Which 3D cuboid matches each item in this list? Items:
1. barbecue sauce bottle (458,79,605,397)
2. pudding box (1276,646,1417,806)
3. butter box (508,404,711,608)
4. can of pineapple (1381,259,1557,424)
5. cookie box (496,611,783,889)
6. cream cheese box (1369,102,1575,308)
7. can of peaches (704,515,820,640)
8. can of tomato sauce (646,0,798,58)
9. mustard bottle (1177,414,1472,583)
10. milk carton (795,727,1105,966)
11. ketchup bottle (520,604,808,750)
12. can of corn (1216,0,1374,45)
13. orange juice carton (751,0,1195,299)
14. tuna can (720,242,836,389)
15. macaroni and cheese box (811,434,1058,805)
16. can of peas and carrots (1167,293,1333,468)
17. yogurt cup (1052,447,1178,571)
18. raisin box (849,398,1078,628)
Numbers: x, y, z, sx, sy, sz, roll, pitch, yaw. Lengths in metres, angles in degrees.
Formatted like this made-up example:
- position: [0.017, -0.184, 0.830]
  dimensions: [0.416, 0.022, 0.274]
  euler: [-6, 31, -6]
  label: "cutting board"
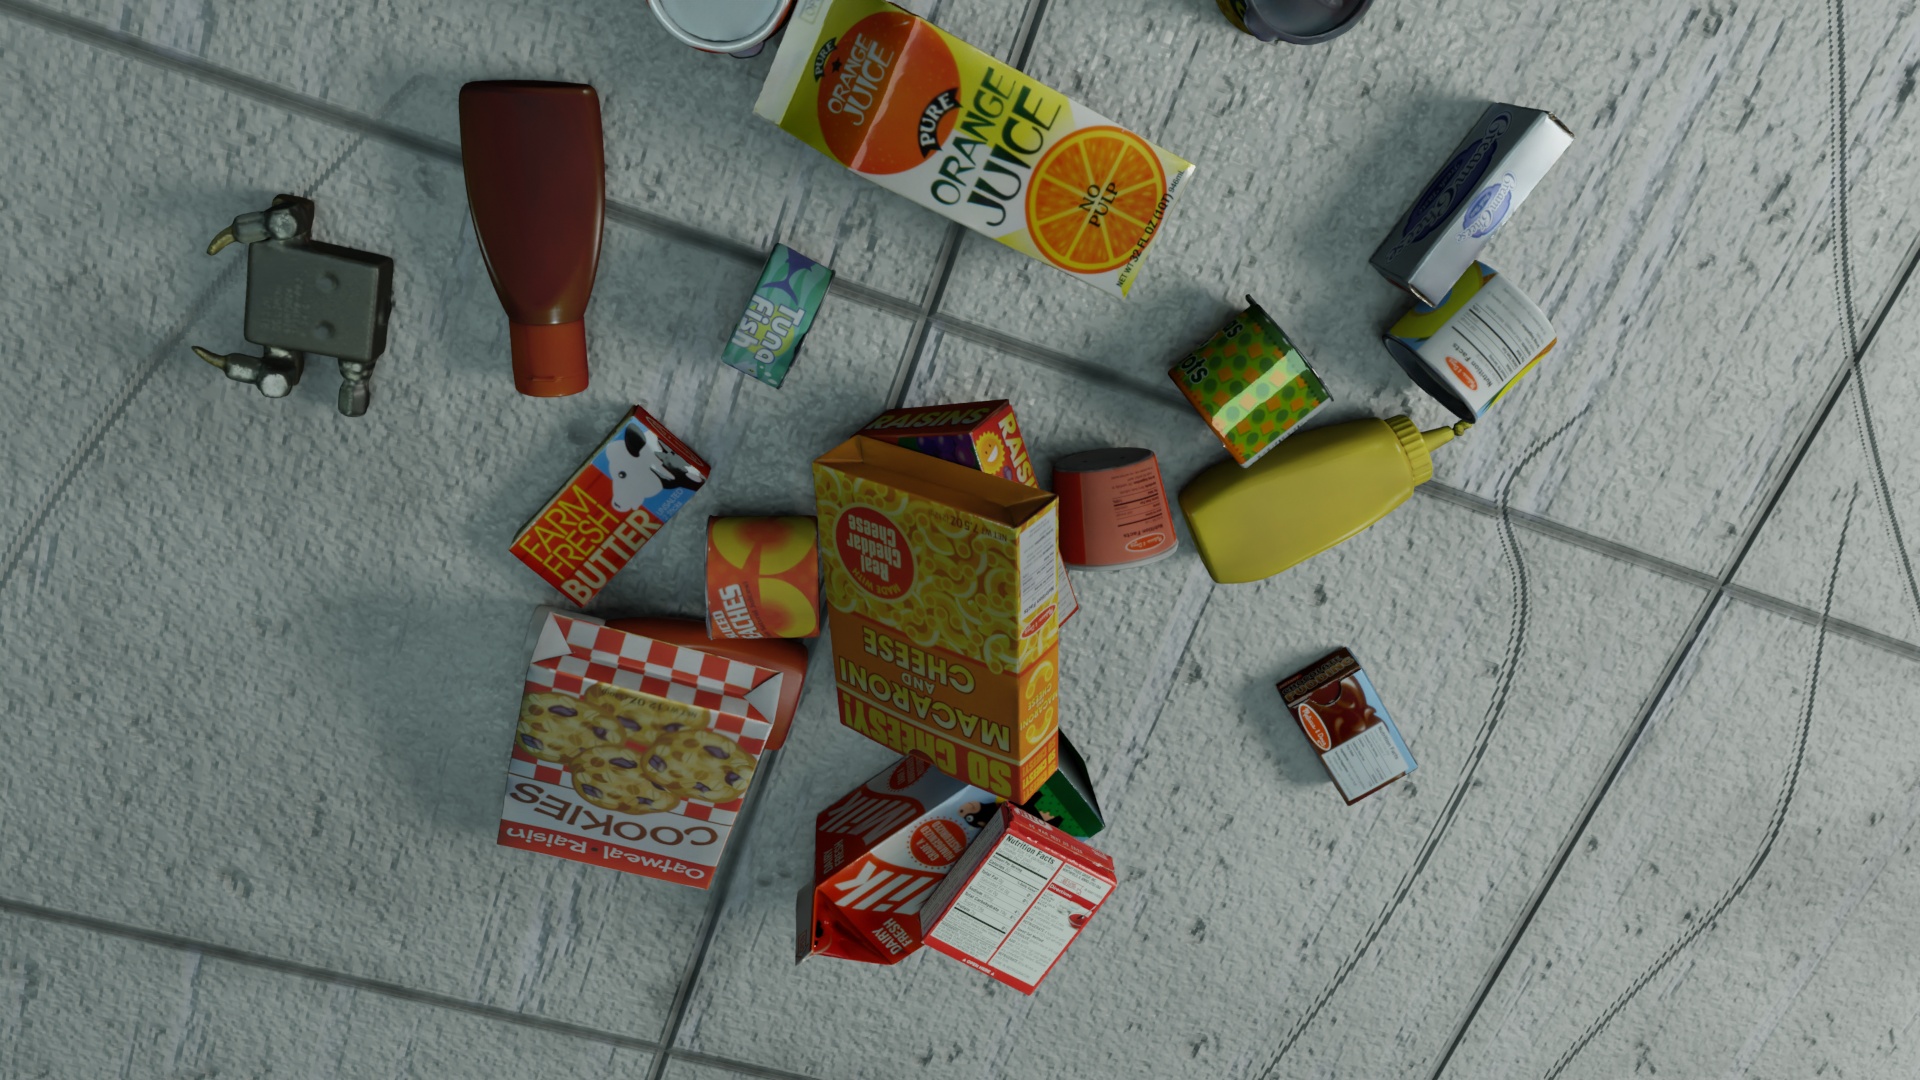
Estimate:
- position: [-0.204, -0.145, 0.675]
  dimensions: [0.065, 0.044, 0.148]
  euler: [0, 112, -5]
  label: "barbecue sauce bottle"
- position: [0.229, 0.110, 0.820]
  dimensions: [0.049, 0.030, 0.083]
  euler: [-31, 110, 8]
  label: "pudding box"
- position: [-0.186, -0.017, 0.736]
  dimensions: [0.053, 0.024, 0.103]
  euler: [42, 102, -17]
  label: "butter box"
- position: [0.263, -0.104, 0.721]
  dimensions: [0.071, 0.071, 0.058]
  euler: [42, 99, -18]
  label: "can of pineapple"
- position: [-0.176, 0.119, 0.749]
  dimensions: [0.123, 0.040, 0.166]
  euler: [16, 133, -10]
  label: "cookie box"
- position: [0.255, -0.170, 0.701]
  dimensions: [0.024, 0.053, 0.103]
  euler: [32, 105, -18]
  label: "cream cheese box"
- position: [-0.103, 0.021, 0.734]
  dimensions: [0.058, 0.071, 0.071]
  euler: [-1, 111, -6]
  label: "can of peaches"
- position: [-0.106, -0.251, 0.621]
  dimensions: [0.071, 0.083, 0.071]
  euler: [-2, 111, -4]
  label: "can of tomato sauce"
- position: [0.201, -0.031, 0.753]
  dimensions: [0.160, 0.049, 0.065]
  euler: [-22, 113, 3]
  label: "mustard bottle"
- position: [-0.019, 0.173, 0.799]
  dimensions: [0.190, 0.072, 0.073]
  euler: [-34, 111, 9]
  label: "milk carton"
- position: [-0.162, 0.070, 0.762]
  dimensions: [0.149, 0.044, 0.064]
  euler: [15, 117, -10]
  label: "ketchup bottle"
- position: [0.154, -0.266, 0.652]
  dimensions: [0.071, 0.058, 0.071]
  euler: [-2, 112, -5]
  label: "can of corn"
- position: [0.004, -0.189, 0.645]
  dimensions: [0.193, 0.073, 0.071]
  euler: [21, 109, -23]
  label: "orange juice carton"
- position: [-0.090, -0.110, 0.684]
  dimensions: [0.033, 0.071, 0.071]
  euler: [25, 107, -13]
  label: "tuna can"
- position: [-0.012, 0.041, 0.706]
  dimensions: [0.124, 0.040, 0.165]
  euler: [18, 126, 32]
  label: "macaroni and cheese box"
- position: [0.148, -0.082, 0.719]
  dimensions: [0.058, 0.071, 0.071]
  euler: [-39, 110, 11]
  label: "can of peas and carrots"
- position: [0.079, -0.018, 0.740]
  dimensions: [0.072, 0.072, 0.053]
  euler: [-9, 104, -2]
  label: "yogurt cup"
- position: [0.003, -0.009, 0.725]
  dimensions: [0.086, 0.040, 0.123]
  euler: [1, 120, 41]
  label: "raisin box"
